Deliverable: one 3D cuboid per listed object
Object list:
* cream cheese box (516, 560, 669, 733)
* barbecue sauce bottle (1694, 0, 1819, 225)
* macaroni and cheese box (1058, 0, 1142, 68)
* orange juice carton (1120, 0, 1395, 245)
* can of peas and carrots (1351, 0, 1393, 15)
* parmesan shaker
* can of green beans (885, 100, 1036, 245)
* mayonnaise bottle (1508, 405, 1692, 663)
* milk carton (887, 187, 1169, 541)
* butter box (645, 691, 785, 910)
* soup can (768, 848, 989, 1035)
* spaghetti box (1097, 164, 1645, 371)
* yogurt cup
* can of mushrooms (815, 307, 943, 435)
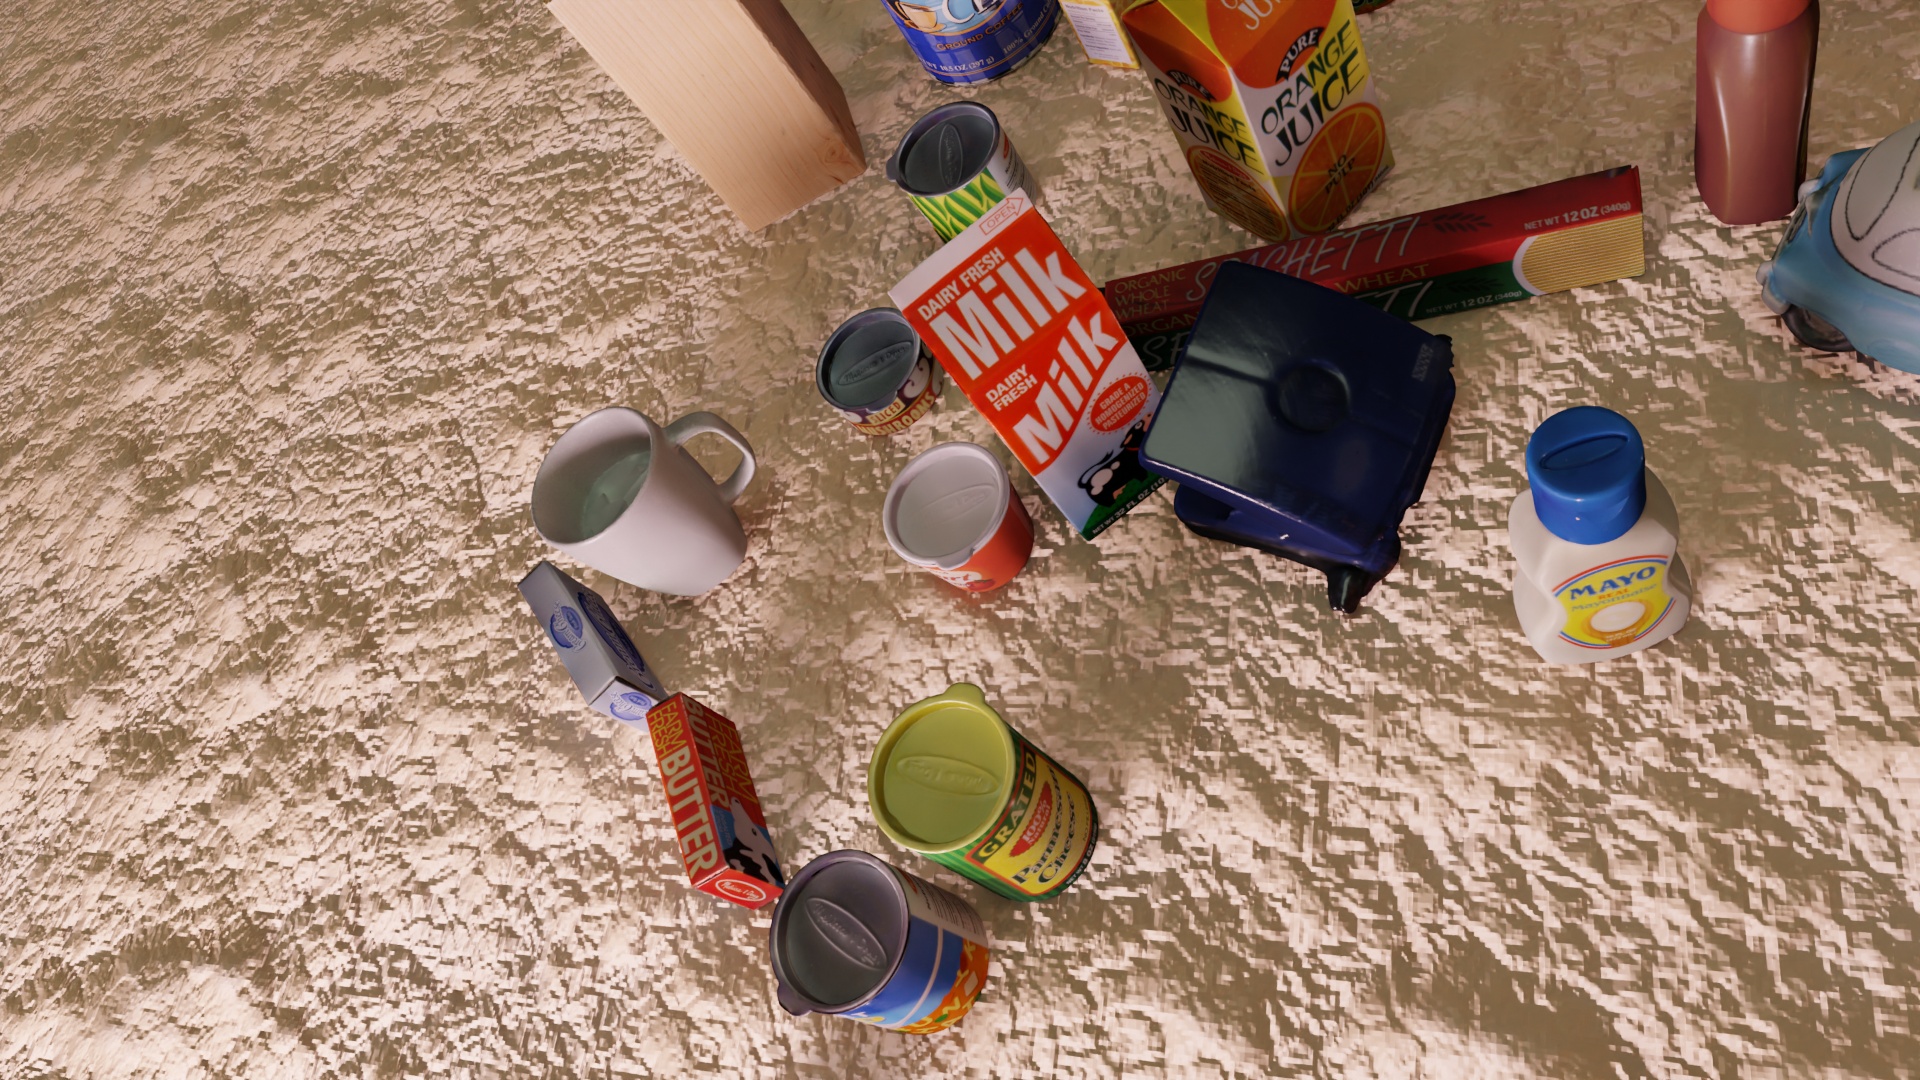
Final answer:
[{"bbox_3d":[-0.203,0.059,0.770,0.024,0.053,0.104,-44,54,1],"label":"cream cheese box"},{"bbox_3d":[0.327,-0.197,0.572,0.043,0.148,0.065,-7,63,25],"label":"barbecue sauce bottle"},{"bbox_3d":[0.084,-0.369,0.774,0.040,0.166,0.124,20,76,33],"label":"macaroni and cheese box"},{"bbox_3d":[0.139,-0.223,0.655,0.072,0.192,0.073,-48,54,-1],"label":"orange juice carton"},{"bbox_3d":[0.213,-0.328,0.754,0.071,0.058,0.071,-12,61,22],"label":"can of peas and carrots"},{"bbox_3d":[0.014,0.111,0.601,0.071,0.103,0.071,-12,61,22],"label":"parmesan shaker"},{"bbox_3d":[0.004,-0.208,0.800,0.071,0.057,0.071,-12,61,22],"label":"can of green beans"},{"bbox_3d":[0.236,0.001,0.516,0.064,0.147,0.041,-19,58,18],"label":"mayonnaise bottle"},{"bbox_3d":[0.036,-0.082,0.636,0.072,0.190,0.074,-39,54,5],"label":"milk carton"},{"bbox_3d":[-0.123,0.129,0.693,0.024,0.053,0.104,-32,55,10],"label":"butter box"},{"bbox_3d":[-0.035,0.178,0.603,0.071,0.083,0.071,-12,61,22],"label":"soup can"},{"bbox_3d":[0.190,-0.125,0.666,0.250,0.050,0.029,-9,62,23],"label":"spaghetti box"},{"bbox_3d":[0.002,-0.009,0.699,0.072,0.054,0.072,-12,61,22],"label":"yogurt cup"},{"bbox_3d":[-0.045,-0.093,0.780,0.071,0.033,0.071,-12,60,22],"label":"can of mushrooms"}]
